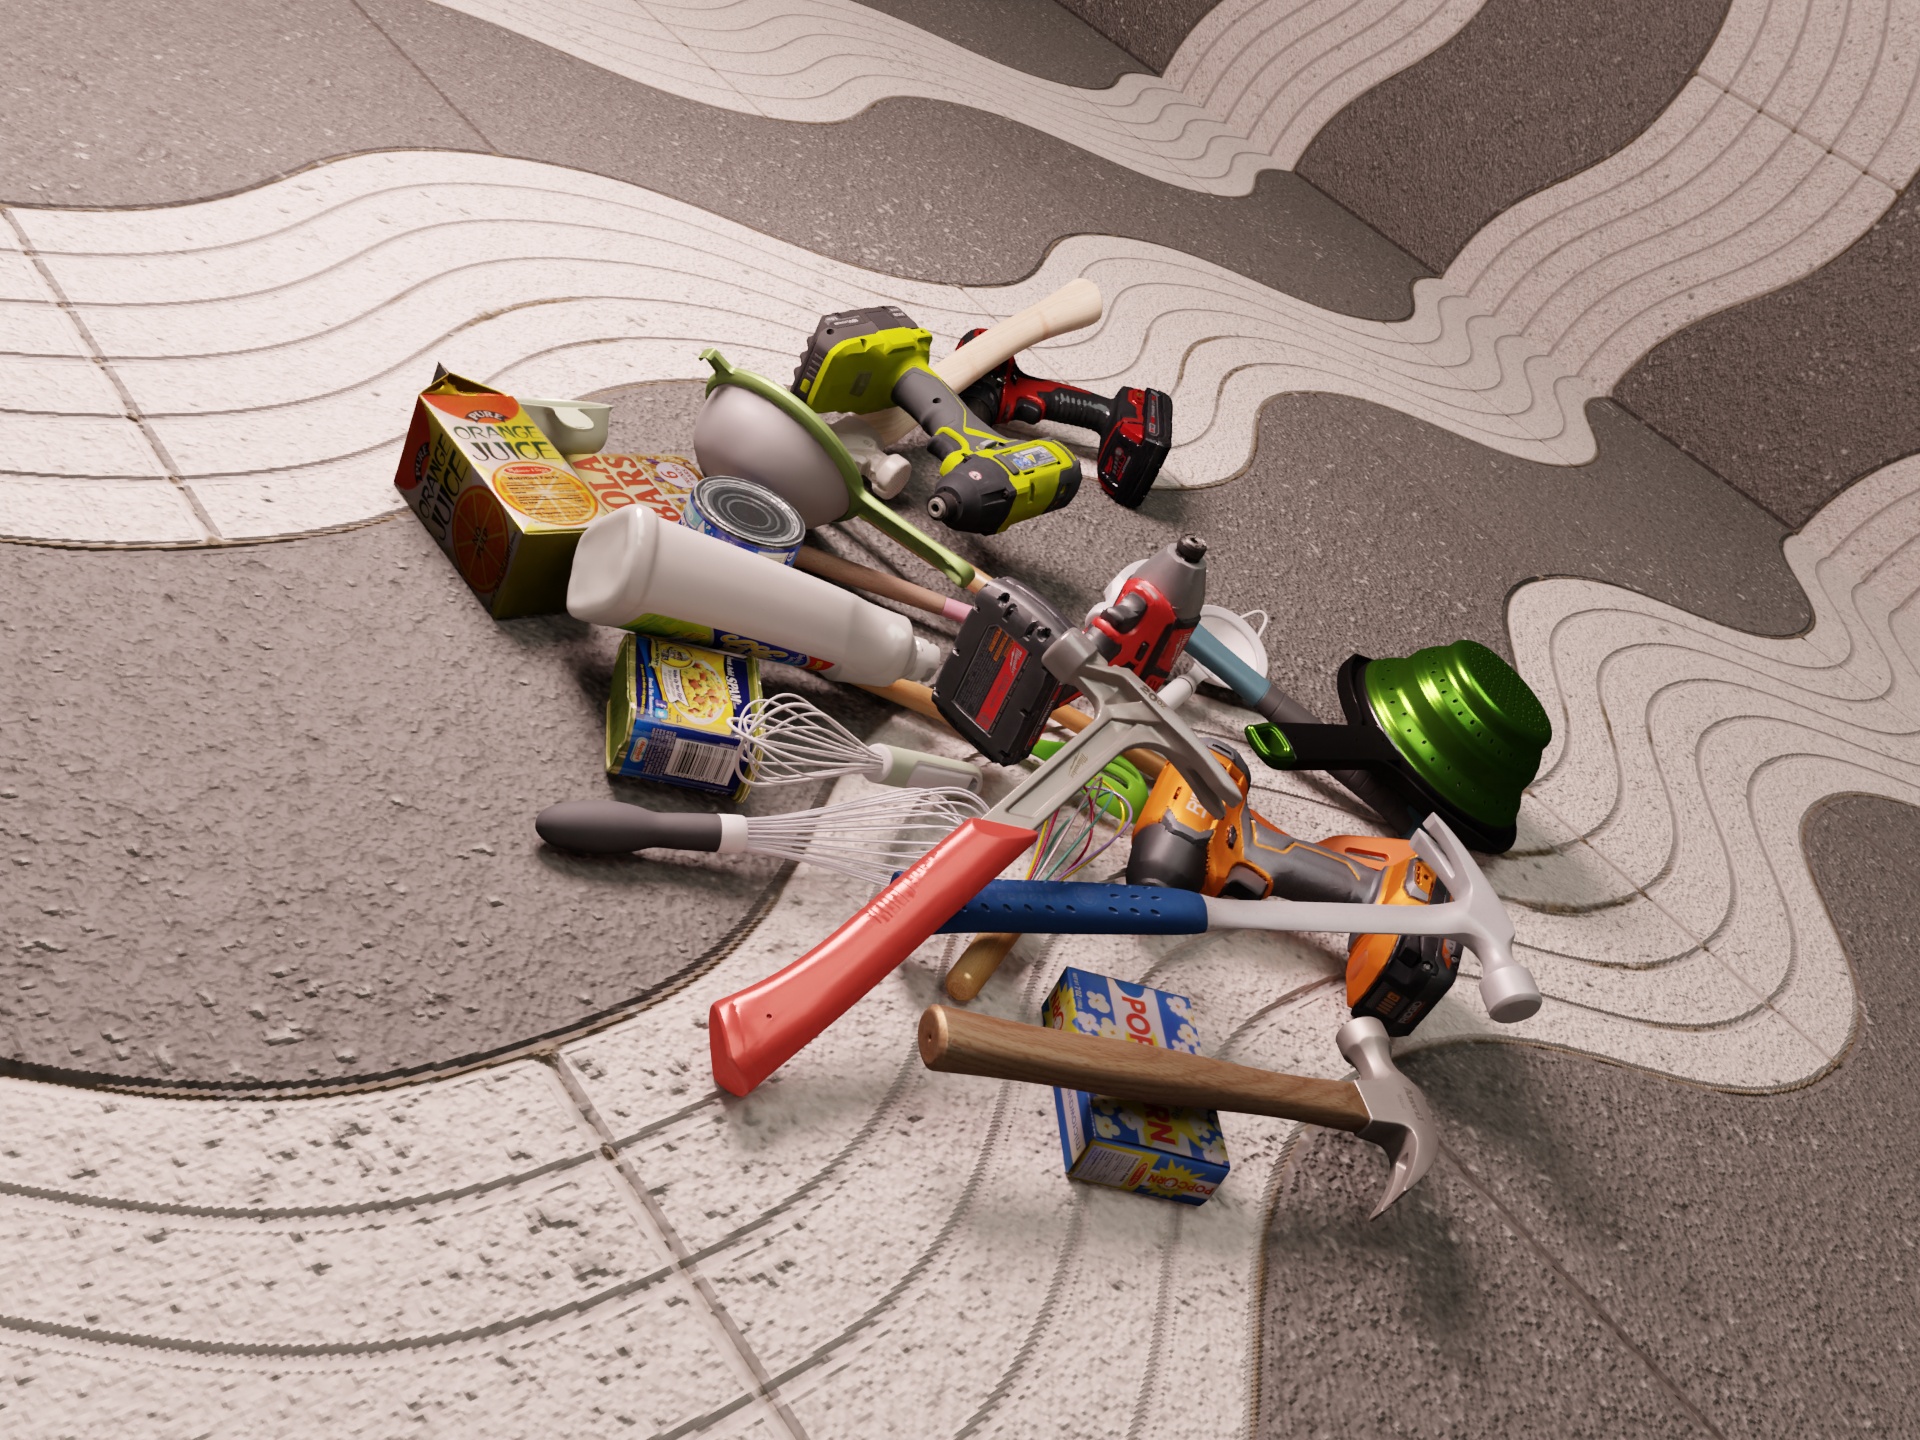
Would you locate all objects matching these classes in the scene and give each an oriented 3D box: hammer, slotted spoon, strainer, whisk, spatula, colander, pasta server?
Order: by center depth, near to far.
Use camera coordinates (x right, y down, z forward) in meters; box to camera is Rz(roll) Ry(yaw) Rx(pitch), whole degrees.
[{"bbox_3d":[0.128,0.199,0.867,0.331,0.031,0.130,15,35,-26],"label":"hammer"},{"bbox_3d":[0.006,0.088,0.885,0.149,0.036,0.359,46,56,7],"label":"hammer"},{"bbox_3d":[-0.104,0.069,0.928,0.284,0.070,0.070,5,39,-25],"label":"whisk"},{"bbox_3d":[0.155,0.114,0.971,0.405,0.035,0.144,4,48,-17],"label":"hammer"},{"bbox_3d":[-0.056,0.025,0.978,0.059,0.058,0.246,29,8,33],"label":"whisk"},{"bbox_3d":[0.047,0.099,1.010,0.047,0.051,0.245,61,36,-13],"label":"whisk"},{"bbox_3d":[-0.002,-0.004,1.129,0.313,0.031,0.070,23,30,-7],"label":"slotted spoon"},{"bbox_3d":[0.194,0.055,1.178,0.322,0.041,0.081,29,55,0],"label":"spatula"},{"bbox_3d":[-0.108,-0.158,1.185,0.256,0.151,0.069,36,70,13],"label":"strainer"},{"bbox_3d":[-0.041,-0.091,1.223,0.316,0.040,0.060,19,33,-8],"label":"pasta server"},{"bbox_3d":[0.360,0.000,1.248,0.396,0.094,0.205,2,51,-48],"label":"colander"},{"bbox_3d":[0.252,-0.011,1.277,0.331,0.033,0.128,39,44,-2],"label":"hammer"},{"bbox_3d":[0.183,-0.030,1.296,0.087,0.050,0.258,48,40,6],"label":"strainer"},{"bbox_3d":[0.000,-0.338,1.488,0.146,0.038,0.411,37,49,14],"label":"hammer"}]

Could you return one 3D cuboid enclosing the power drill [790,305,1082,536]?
[{"bbox_3d":[-0.026,-0.240,1.299,0.223,0.080,0.171,43,37,18],"label":"power drill"}]

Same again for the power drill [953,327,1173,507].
[{"bbox_3d":[0.088,-0.289,1.550,0.226,0.080,0.188,19,40,-8],"label":"power drill"}]

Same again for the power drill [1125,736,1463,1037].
[{"bbox_3d":[0.221,0.119,1.076,0.226,0.084,0.164,28,44,6],"label":"power drill"}]

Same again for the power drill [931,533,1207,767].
[{"bbox_3d":[0.091,-0.057,1.116,0.079,0.143,0.219,43,37,23],"label":"power drill"}]

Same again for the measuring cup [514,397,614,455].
[{"bbox_3d":[-0.280,-0.202,1.126,0.083,0.038,0.168,-1,17,-22],"label":"measuring cup"}]

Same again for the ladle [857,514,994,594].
[{"bbox_3d":[-0.044,-0.160,1.253,0.320,0.062,0.078,34,16,20],"label":"ladle"}]
